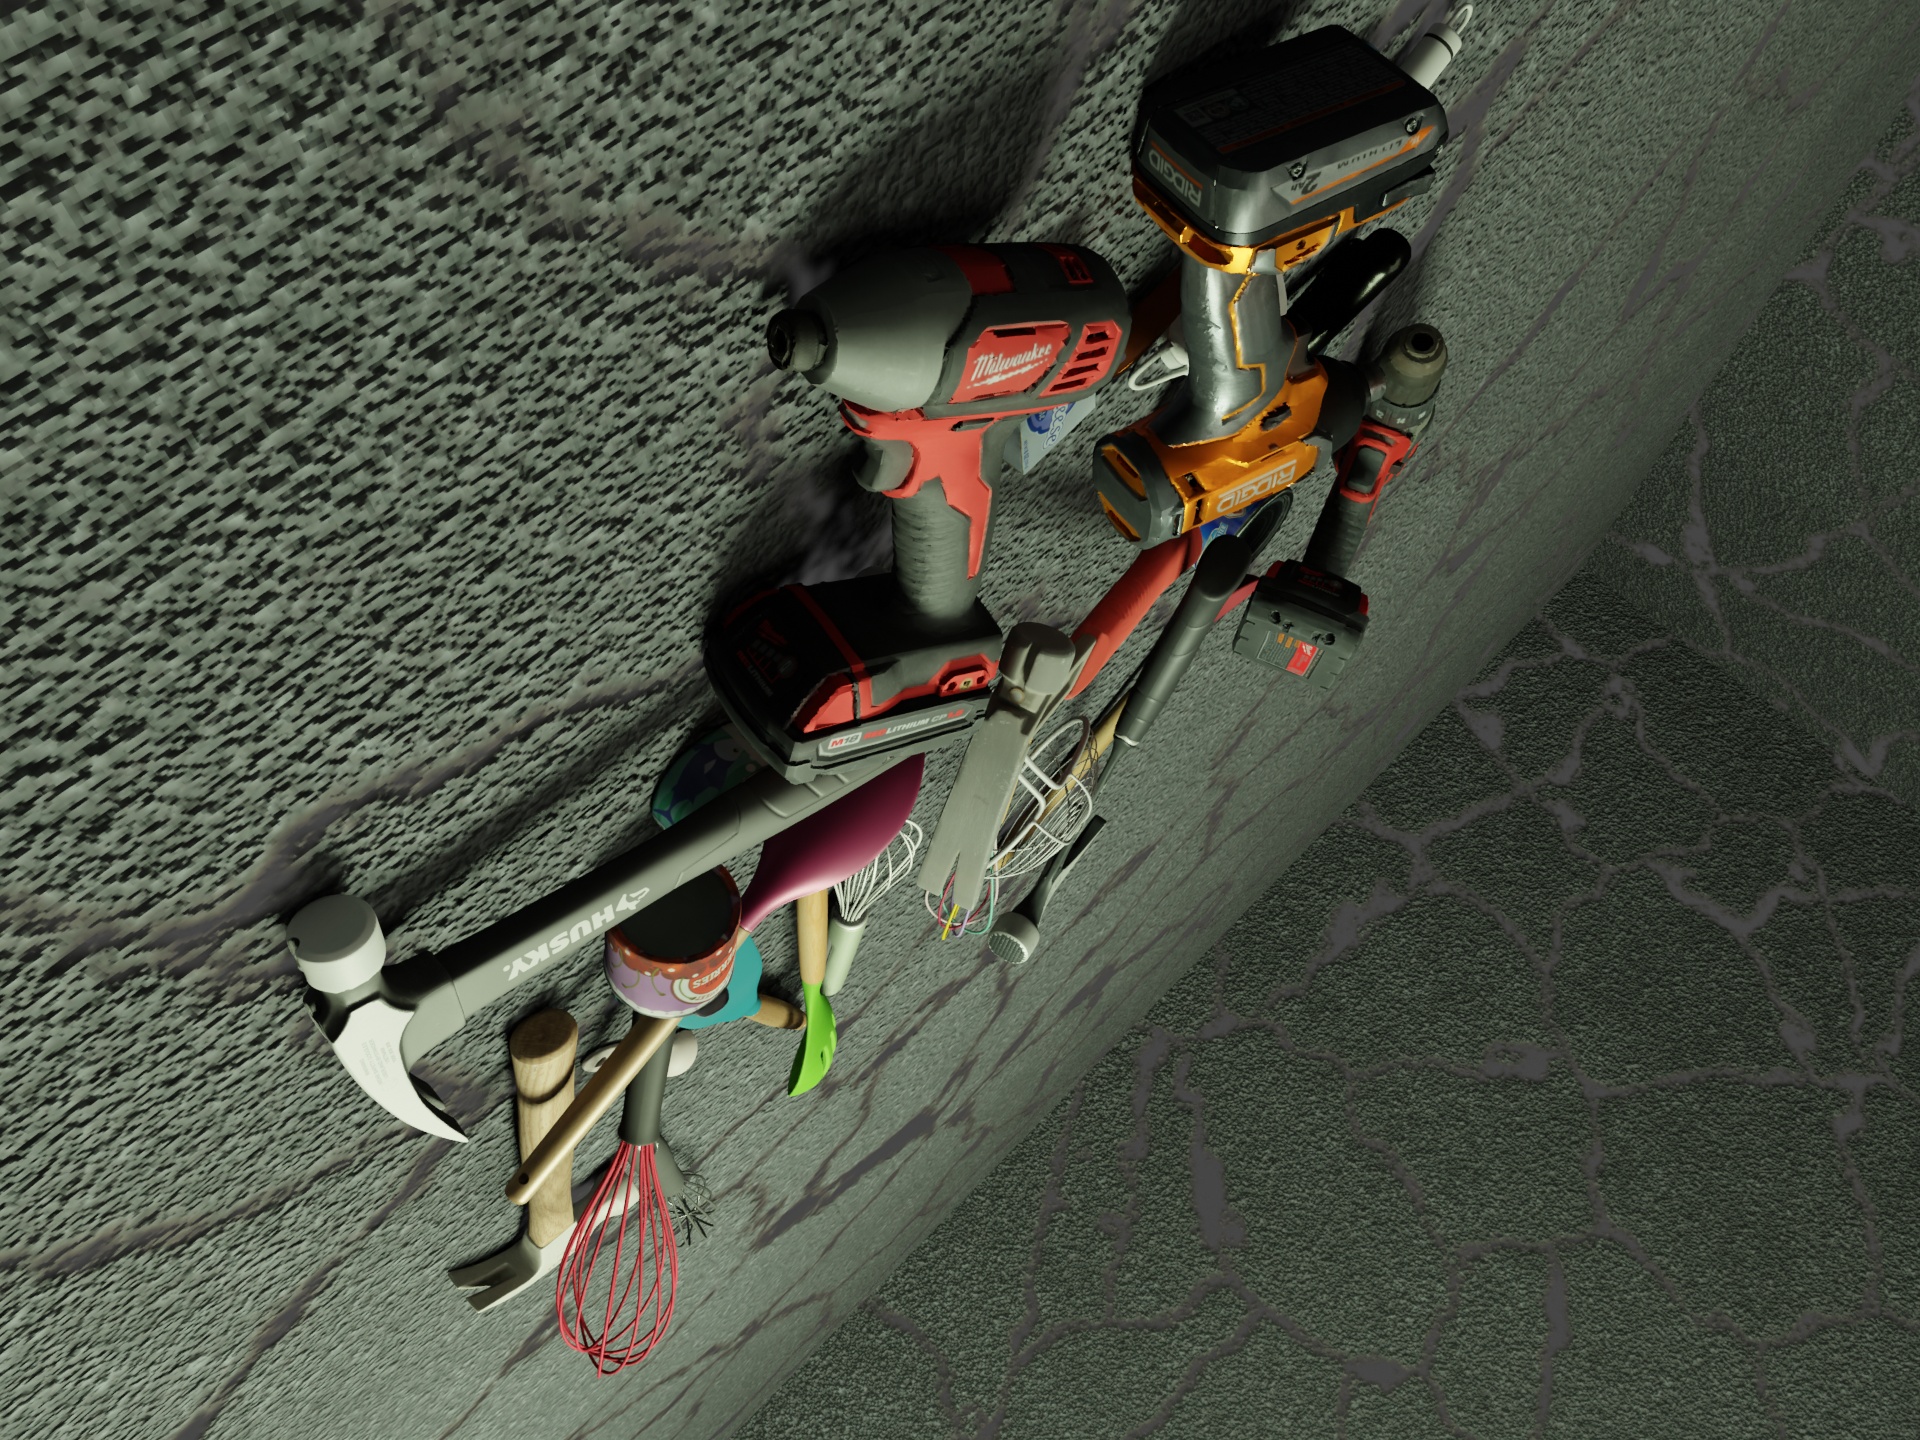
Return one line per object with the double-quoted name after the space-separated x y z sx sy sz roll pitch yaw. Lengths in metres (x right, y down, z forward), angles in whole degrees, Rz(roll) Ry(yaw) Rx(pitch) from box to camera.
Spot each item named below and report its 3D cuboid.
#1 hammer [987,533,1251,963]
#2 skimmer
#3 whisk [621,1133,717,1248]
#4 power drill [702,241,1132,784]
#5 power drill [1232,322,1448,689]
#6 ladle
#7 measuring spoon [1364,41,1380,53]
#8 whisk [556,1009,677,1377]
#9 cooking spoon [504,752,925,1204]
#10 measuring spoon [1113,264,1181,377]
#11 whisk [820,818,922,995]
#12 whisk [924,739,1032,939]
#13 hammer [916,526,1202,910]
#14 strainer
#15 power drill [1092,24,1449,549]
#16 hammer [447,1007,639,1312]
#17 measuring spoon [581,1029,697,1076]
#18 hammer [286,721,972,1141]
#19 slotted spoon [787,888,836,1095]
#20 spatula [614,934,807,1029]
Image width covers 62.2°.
0.115 0.018 1.121 0.149 0.036 0.408 -53 171 -40 "hammer"
-0.001 -0.003 0.908 0.127 0.090 0.362 -53 149 -8 "skimmer"
-0.212 0.331 1.137 0.055 0.055 0.238 -41 157 -21 "whisk"
-0.027 -0.084 0.630 0.143 0.079 0.219 -14 140 -35 "power drill"
0.272 -0.152 1.104 0.187 0.080 0.227 78 35 -76 "power drill"
0.122 0.001 1.248 0.315 0.031 0.069 -51 164 14 "ladle"
0.165 -0.276 0.773 0.128 0.021 0.042 -46 162 -7 "measuring spoon"
-0.185 0.250 0.901 0.073 0.073 0.295 -20 127 -56 "whisk"
-0.131 0.126 0.830 0.319 0.069 0.017 -51 162 -1 "cooking spoon"
0.107 -0.208 0.781 0.117 0.021 0.011 -48 150 -4 "measuring spoon"
-0.071 0.122 1.033 0.059 0.058 0.246 -3 148 -16 "whisk"
0.017 0.085 1.156 0.047 0.051 0.244 -28 151 -33 "whisk"
0.073 -0.037 0.881 0.359 0.037 0.149 -47 160 -59 "hammer"
0.183 -0.265 0.819 0.258 0.050 0.086 -52 148 2 "strainer"
0.147 -0.192 0.736 0.164 0.084 0.226 -26 148 -18 "power drill"
-0.243 0.257 0.927 0.130 0.031 0.331 -37 159 -33 "hammer"
-0.191 0.206 0.961 0.034 0.018 0.124 -49 161 5 "measuring spoon"
-0.118 0.059 0.700 0.335 0.035 0.146 -30 143 -29 "hammer"
-0.094 0.150 1.009 0.313 0.031 0.070 96 6 -50 "slotted spoon"
-0.136 0.175 1.021 0.082 0.044 0.317 -45 167 -7 "spatula"
